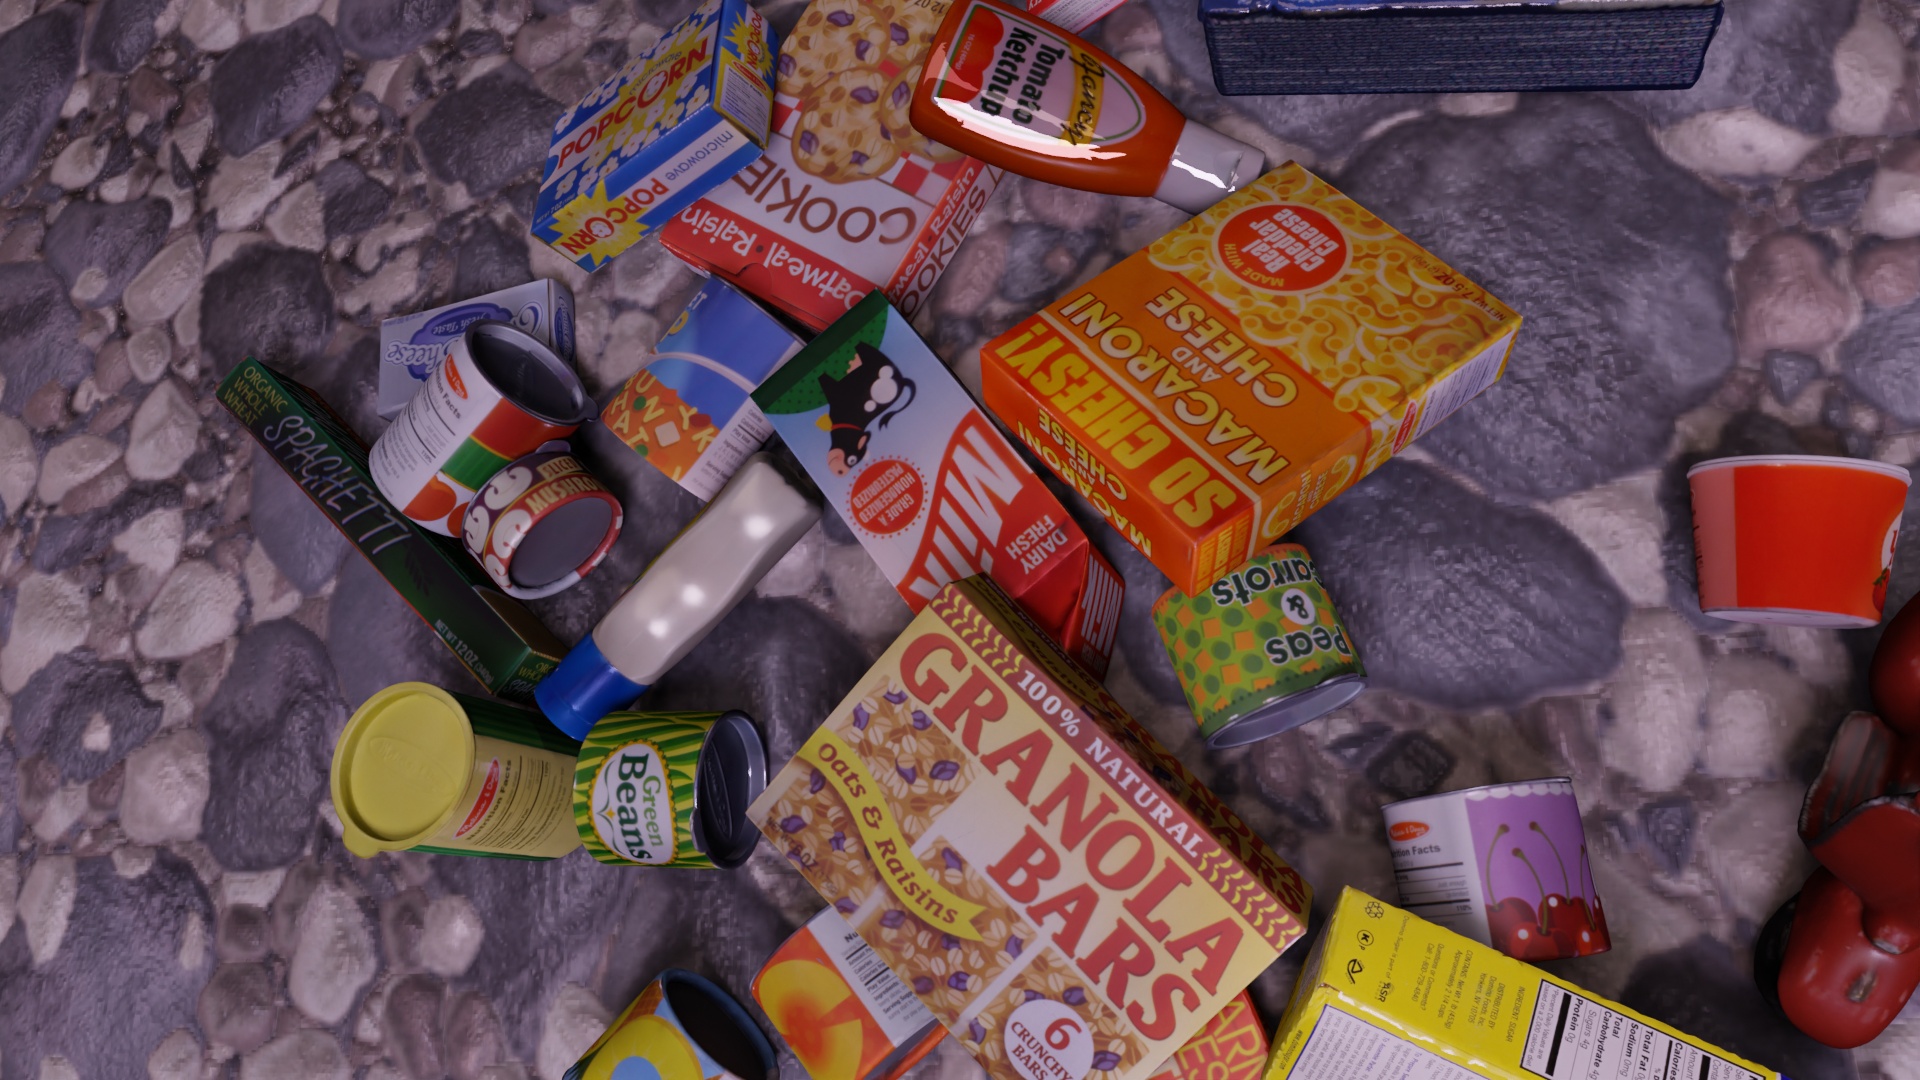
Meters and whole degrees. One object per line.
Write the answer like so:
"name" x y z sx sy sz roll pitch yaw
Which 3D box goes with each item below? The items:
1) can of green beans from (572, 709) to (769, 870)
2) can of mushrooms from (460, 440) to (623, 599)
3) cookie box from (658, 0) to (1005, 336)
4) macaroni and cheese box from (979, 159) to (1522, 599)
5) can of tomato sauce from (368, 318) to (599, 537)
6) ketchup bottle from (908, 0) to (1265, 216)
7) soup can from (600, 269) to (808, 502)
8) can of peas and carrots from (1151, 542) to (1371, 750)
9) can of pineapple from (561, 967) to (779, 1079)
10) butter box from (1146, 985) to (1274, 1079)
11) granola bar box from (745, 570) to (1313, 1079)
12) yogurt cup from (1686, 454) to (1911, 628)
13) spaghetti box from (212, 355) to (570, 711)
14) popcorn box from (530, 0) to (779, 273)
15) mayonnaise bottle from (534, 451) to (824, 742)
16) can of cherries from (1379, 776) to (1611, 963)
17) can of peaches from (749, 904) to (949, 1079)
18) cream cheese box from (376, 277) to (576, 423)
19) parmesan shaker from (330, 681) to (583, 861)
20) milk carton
"can of green beans" -0.121 0.104 0.584 0.058 0.071 0.071 -3 74 17
"can of mushrooms" -0.190 -0.009 0.638 0.033 0.071 0.071 43 90 22
"cookie box" -0.048 -0.181 0.659 0.123 0.040 0.167 30 85 22
"macaroni and cheese box" 0.110 -0.068 0.538 0.167 0.040 0.124 -33 58 -18
"can of tomato sauce" -0.224 -0.051 0.654 0.083 0.071 0.071 -43 66 20
"ketchup bottle" 0.056 -0.180 0.601 0.149 0.043 0.065 23 85 -1
"soup can" -0.114 -0.070 0.633 0.071 0.071 0.084 38 89 23
"can of peas and carrots" 0.114 0.040 0.528 0.071 0.071 0.059 -24 68 10
"can of pineapple" -0.115 0.212 0.552 0.058 0.071 0.071 -47 67 0
"butter box" 0.098 0.208 0.508 0.053 0.024 0.104 -27 68 9
"granola bar box" 0.022 0.112 0.498 0.166 0.039 0.124 44 107 11
"yogurt cup" 0.292 0.001 0.488 0.072 0.072 0.054 5 84 19
"spaghetti box" -0.276 -0.007 0.675 0.250 0.050 0.029 39 87 23
"popcorn box" -0.145 -0.194 0.663 0.126 0.038 0.085 -24 50 30
"mayonnaise bottle" -0.124 0.025 0.611 0.041 0.065 0.148 45 93 -4
"can of cherries" 0.188 0.117 0.485 0.071 0.071 0.058 -12 72 14
"can of peaches" -0.039 0.178 0.539 0.071 0.071 0.058 -44 67 2
"cream cheese box" -0.246 -0.095 0.704 0.104 0.024 0.053 -11 72 14
"parmesan shaker" -0.206 0.104 0.591 0.071 0.103 0.071 -5 73 16
"milk carton" 0.002 -0.007 0.575 0.073 0.072 0.191 -40 67 4
